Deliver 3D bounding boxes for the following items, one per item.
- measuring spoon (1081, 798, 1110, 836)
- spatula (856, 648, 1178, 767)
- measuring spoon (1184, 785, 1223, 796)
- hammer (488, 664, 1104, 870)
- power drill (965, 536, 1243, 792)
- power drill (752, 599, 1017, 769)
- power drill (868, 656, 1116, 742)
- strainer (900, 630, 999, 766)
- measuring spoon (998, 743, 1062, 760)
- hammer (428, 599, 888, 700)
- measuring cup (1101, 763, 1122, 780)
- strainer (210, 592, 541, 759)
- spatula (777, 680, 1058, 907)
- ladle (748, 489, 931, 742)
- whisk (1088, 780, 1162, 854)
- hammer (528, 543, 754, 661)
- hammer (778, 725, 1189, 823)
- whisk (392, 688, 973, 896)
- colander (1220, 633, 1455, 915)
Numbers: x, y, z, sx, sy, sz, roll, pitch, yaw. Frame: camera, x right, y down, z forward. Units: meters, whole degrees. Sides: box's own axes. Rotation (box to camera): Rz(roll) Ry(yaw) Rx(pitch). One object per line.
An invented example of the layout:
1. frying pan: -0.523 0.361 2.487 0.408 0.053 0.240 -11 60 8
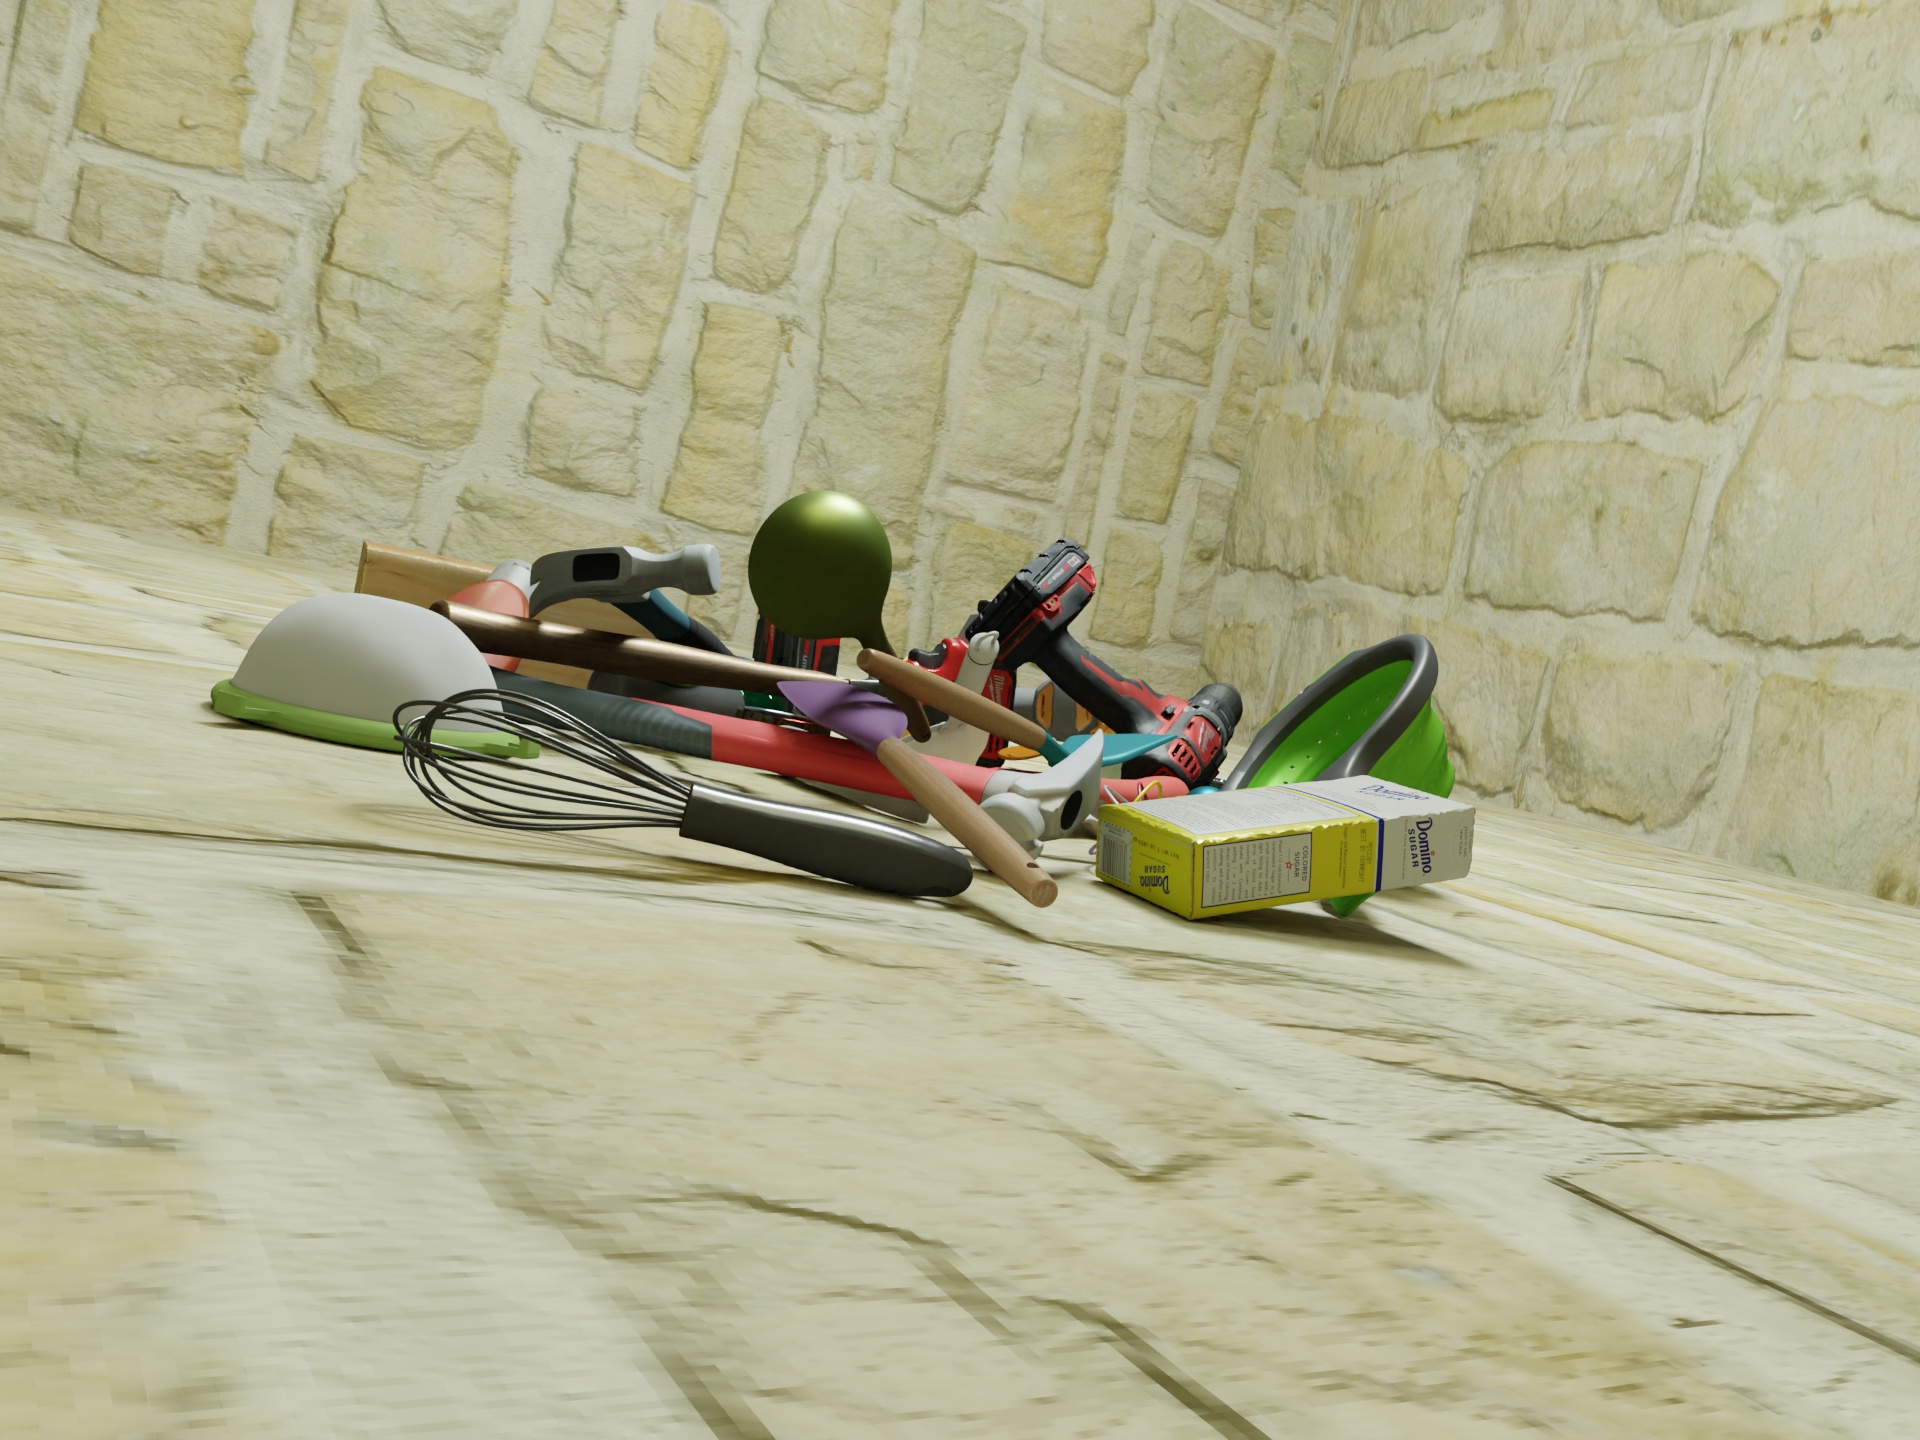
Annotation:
1. measuring spoon: 0.058 0.065 0.997 0.124 0.018 0.034 -1 39 -49
2. spatula: 0.032 -0.006 0.972 0.082 0.044 0.317 0 -13 32
3. measuring spoon: 0.175 0.066 1.118 0.021 0.042 0.128 53 3 -6
4. hammer: -0.114 0.008 0.887 0.386 0.038 0.143 11 20 21
5. power drill: 0.132 -0.040 1.299 0.227 0.080 0.188 45 36 2
6. power drill: -0.055 -0.041 1.303 0.219 0.143 0.078 8 -1 -24
7. power drill: 0.050 -0.012 1.453 0.226 0.084 0.185 3 -1 23
8. strainer: -0.002 -0.003 1.092 0.087 0.050 0.258 -14 -19 -14
9. measuring spoon: 0.051 0.024 1.093 0.021 0.011 0.117 14 8 22
10. hammer: -0.172 -0.034 1.010 0.331 0.031 0.130 9 -4 -38
11. measuring cup: 0.100 0.043 1.403 0.083 0.038 0.168 5 -5 -39
12. strainer: -0.321 -0.037 0.865 0.151 0.069 0.256 10 5 -27
13. spatula: -0.023 0.023 0.766 0.059 0.018 0.316 1 16 -22
14. ladle: -0.054 -0.043 0.932 0.062 0.078 0.320 38 -8 16
15. whisk: 0.120 0.063 0.959 0.051 0.047 0.245 3 -4 15
16. hammer: -0.191 -0.061 1.075 0.128 0.033 0.331 0 -10 5
17. hammer: 0.047 0.046 1.071 0.149 0.037 0.358 15 5 44
18. whisk: -0.107 0.034 0.636 0.239 0.055 0.055 15 2 -12
19. colander: 0.272 0.064 1.066 0.094 0.204 0.397 45 18 -6
